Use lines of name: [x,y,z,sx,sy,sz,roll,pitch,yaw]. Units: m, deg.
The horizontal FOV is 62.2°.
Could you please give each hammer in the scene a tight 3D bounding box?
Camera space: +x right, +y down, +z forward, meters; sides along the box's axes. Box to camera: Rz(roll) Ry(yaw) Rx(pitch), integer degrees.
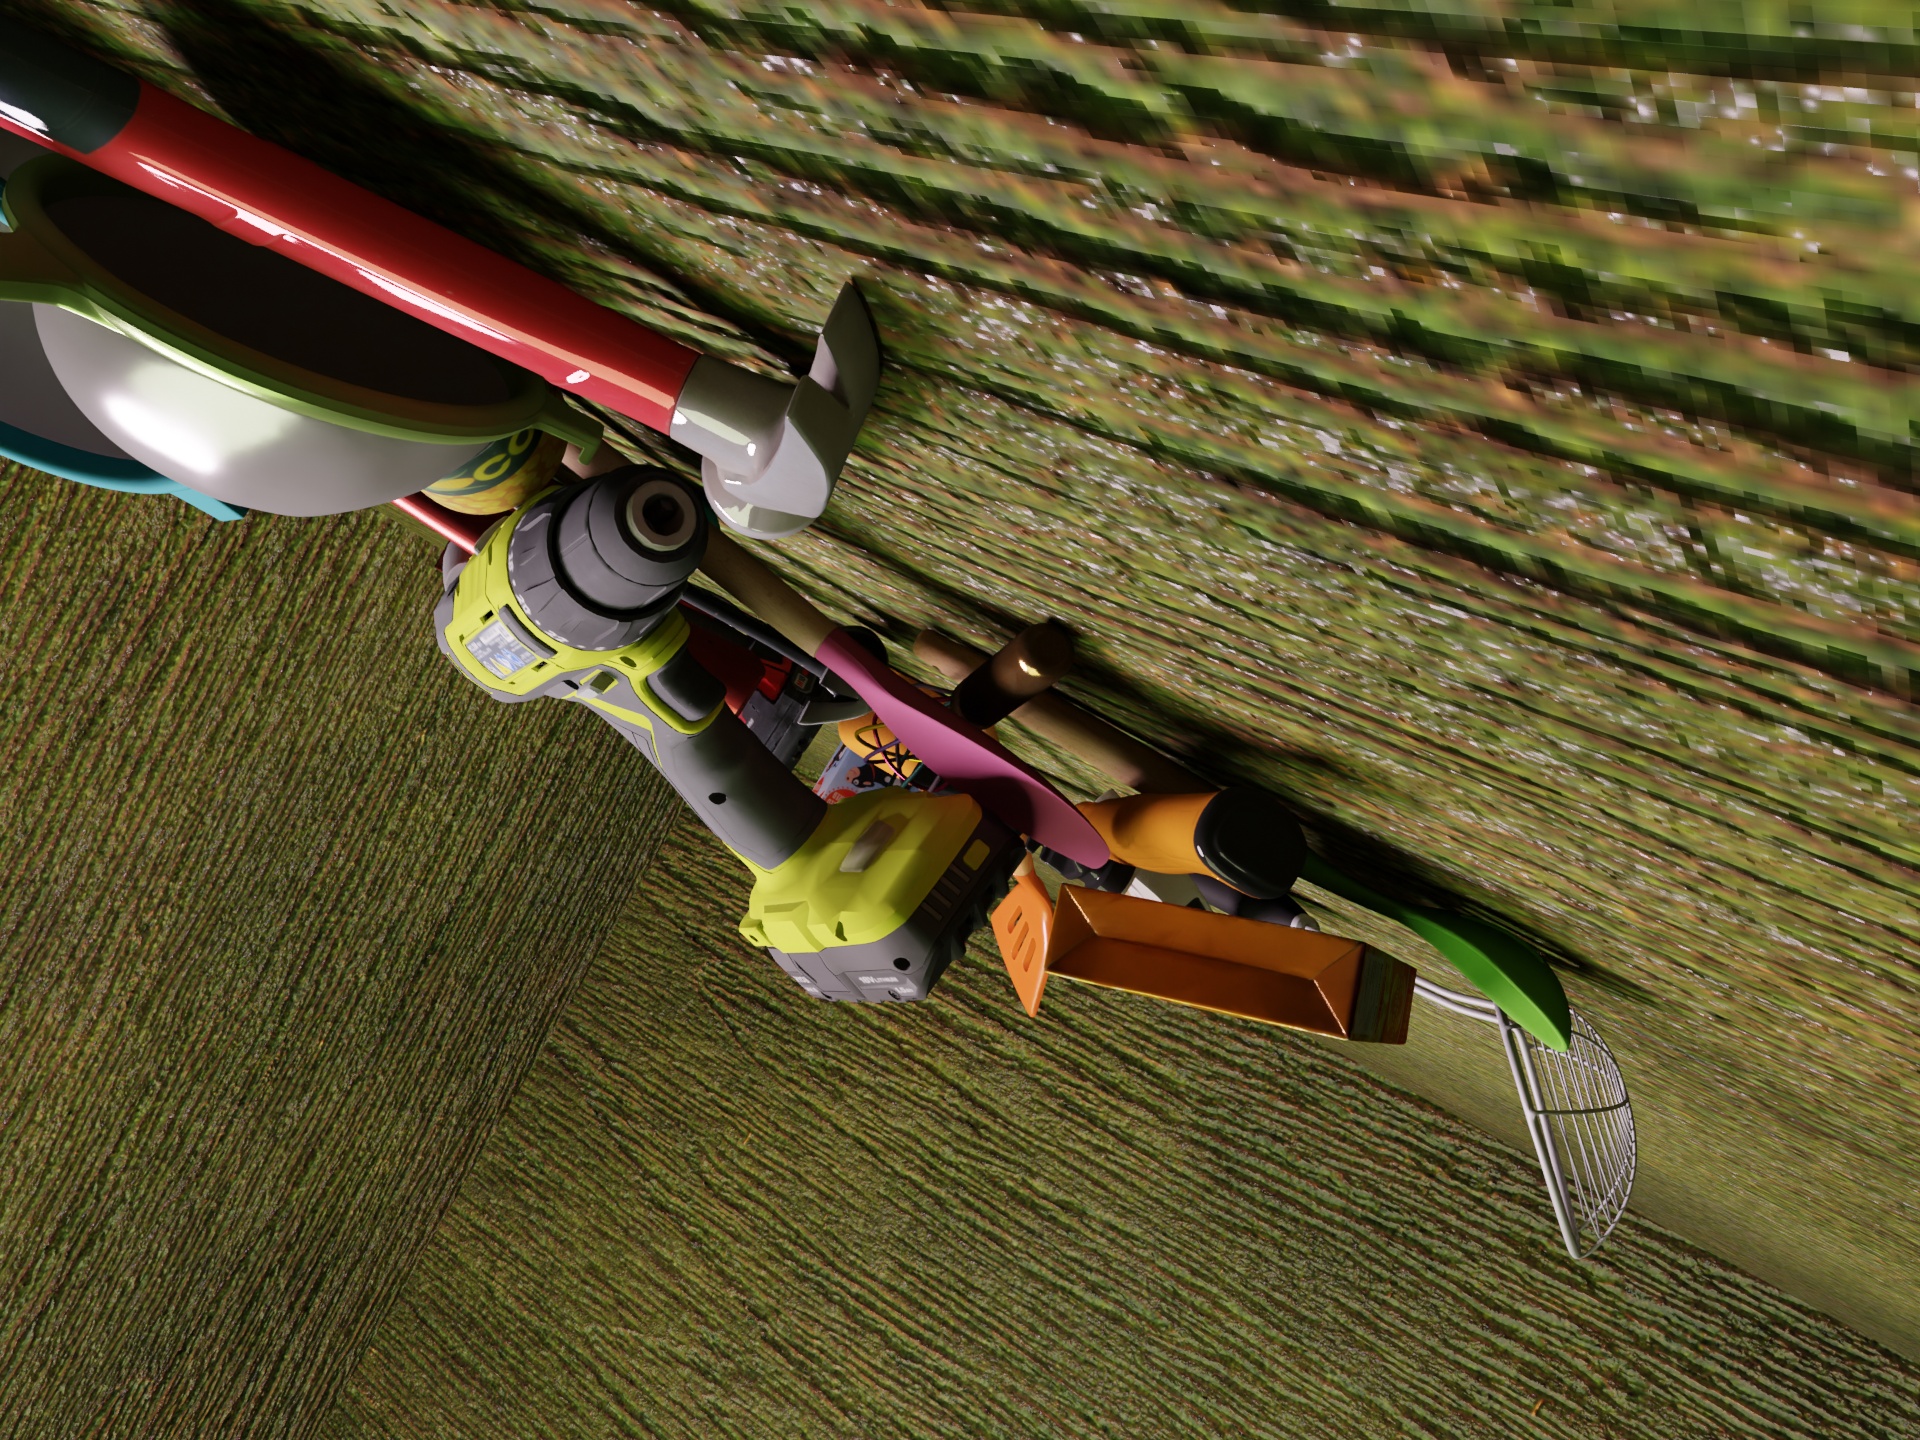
hammer: [-0.201,-0.145,0.368,0.386,0.038,0.143,24,174,-8]
hammer: [0.035,0.054,1.003,0.332,0.031,0.129,30,158,46]
hammer: [0.059,0.042,0.673,0.127,0.034,0.337,33,172,-6]
hammer: [-0.214,-0.105,0.716,0.409,0.036,0.149,28,-172,-8]
hammer: [-0.257,-0.104,0.773,0.359,0.036,0.149,33,-156,-5]

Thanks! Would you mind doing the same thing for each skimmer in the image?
skimmer: [0.198,0.145,0.825,0.363,0.090,0.127,24,144,59]

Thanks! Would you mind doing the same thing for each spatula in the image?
spatula: [0.025,0.080,0.954,0.322,0.041,0.081,72,175,-56]

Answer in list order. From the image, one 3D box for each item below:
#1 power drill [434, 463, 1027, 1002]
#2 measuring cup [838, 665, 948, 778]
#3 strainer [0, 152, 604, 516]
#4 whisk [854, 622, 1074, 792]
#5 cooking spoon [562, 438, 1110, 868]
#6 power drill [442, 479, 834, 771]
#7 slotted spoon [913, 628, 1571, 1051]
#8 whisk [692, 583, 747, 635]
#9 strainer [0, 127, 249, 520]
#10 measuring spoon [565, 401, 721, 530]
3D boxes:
power drill: [-0.086,0.004,0.599,0.228,0.080,0.190,46,153,-16]
measuring cup: [-0.059,-0.004,0.969,0.174,0.052,0.095,22,171,39]
strainer: [-0.231,-0.095,0.426,0.151,0.069,0.256,39,-156,19]
whisk: [-0.003,-0.002,0.653,0.047,0.051,0.245,42,163,-4]
cooking spoon: [-0.071,-0.046,0.604,0.319,0.017,0.068,38,163,5]
power drill: [-0.178,-0.047,0.880,0.219,0.078,0.143,32,-159,-8]
slotted spoon: [0.114,0.041,0.664,0.314,0.031,0.070,30,174,12]
whisk: [-0.209,-0.095,0.995,0.238,0.055,0.055,40,169,-38]
strainer: [-0.332,-0.205,0.517,0.211,0.095,0.340,22,154,-6]
measuring spoon: [-0.138,-0.111,0.665,0.042,0.021,0.128,28,165,40]
